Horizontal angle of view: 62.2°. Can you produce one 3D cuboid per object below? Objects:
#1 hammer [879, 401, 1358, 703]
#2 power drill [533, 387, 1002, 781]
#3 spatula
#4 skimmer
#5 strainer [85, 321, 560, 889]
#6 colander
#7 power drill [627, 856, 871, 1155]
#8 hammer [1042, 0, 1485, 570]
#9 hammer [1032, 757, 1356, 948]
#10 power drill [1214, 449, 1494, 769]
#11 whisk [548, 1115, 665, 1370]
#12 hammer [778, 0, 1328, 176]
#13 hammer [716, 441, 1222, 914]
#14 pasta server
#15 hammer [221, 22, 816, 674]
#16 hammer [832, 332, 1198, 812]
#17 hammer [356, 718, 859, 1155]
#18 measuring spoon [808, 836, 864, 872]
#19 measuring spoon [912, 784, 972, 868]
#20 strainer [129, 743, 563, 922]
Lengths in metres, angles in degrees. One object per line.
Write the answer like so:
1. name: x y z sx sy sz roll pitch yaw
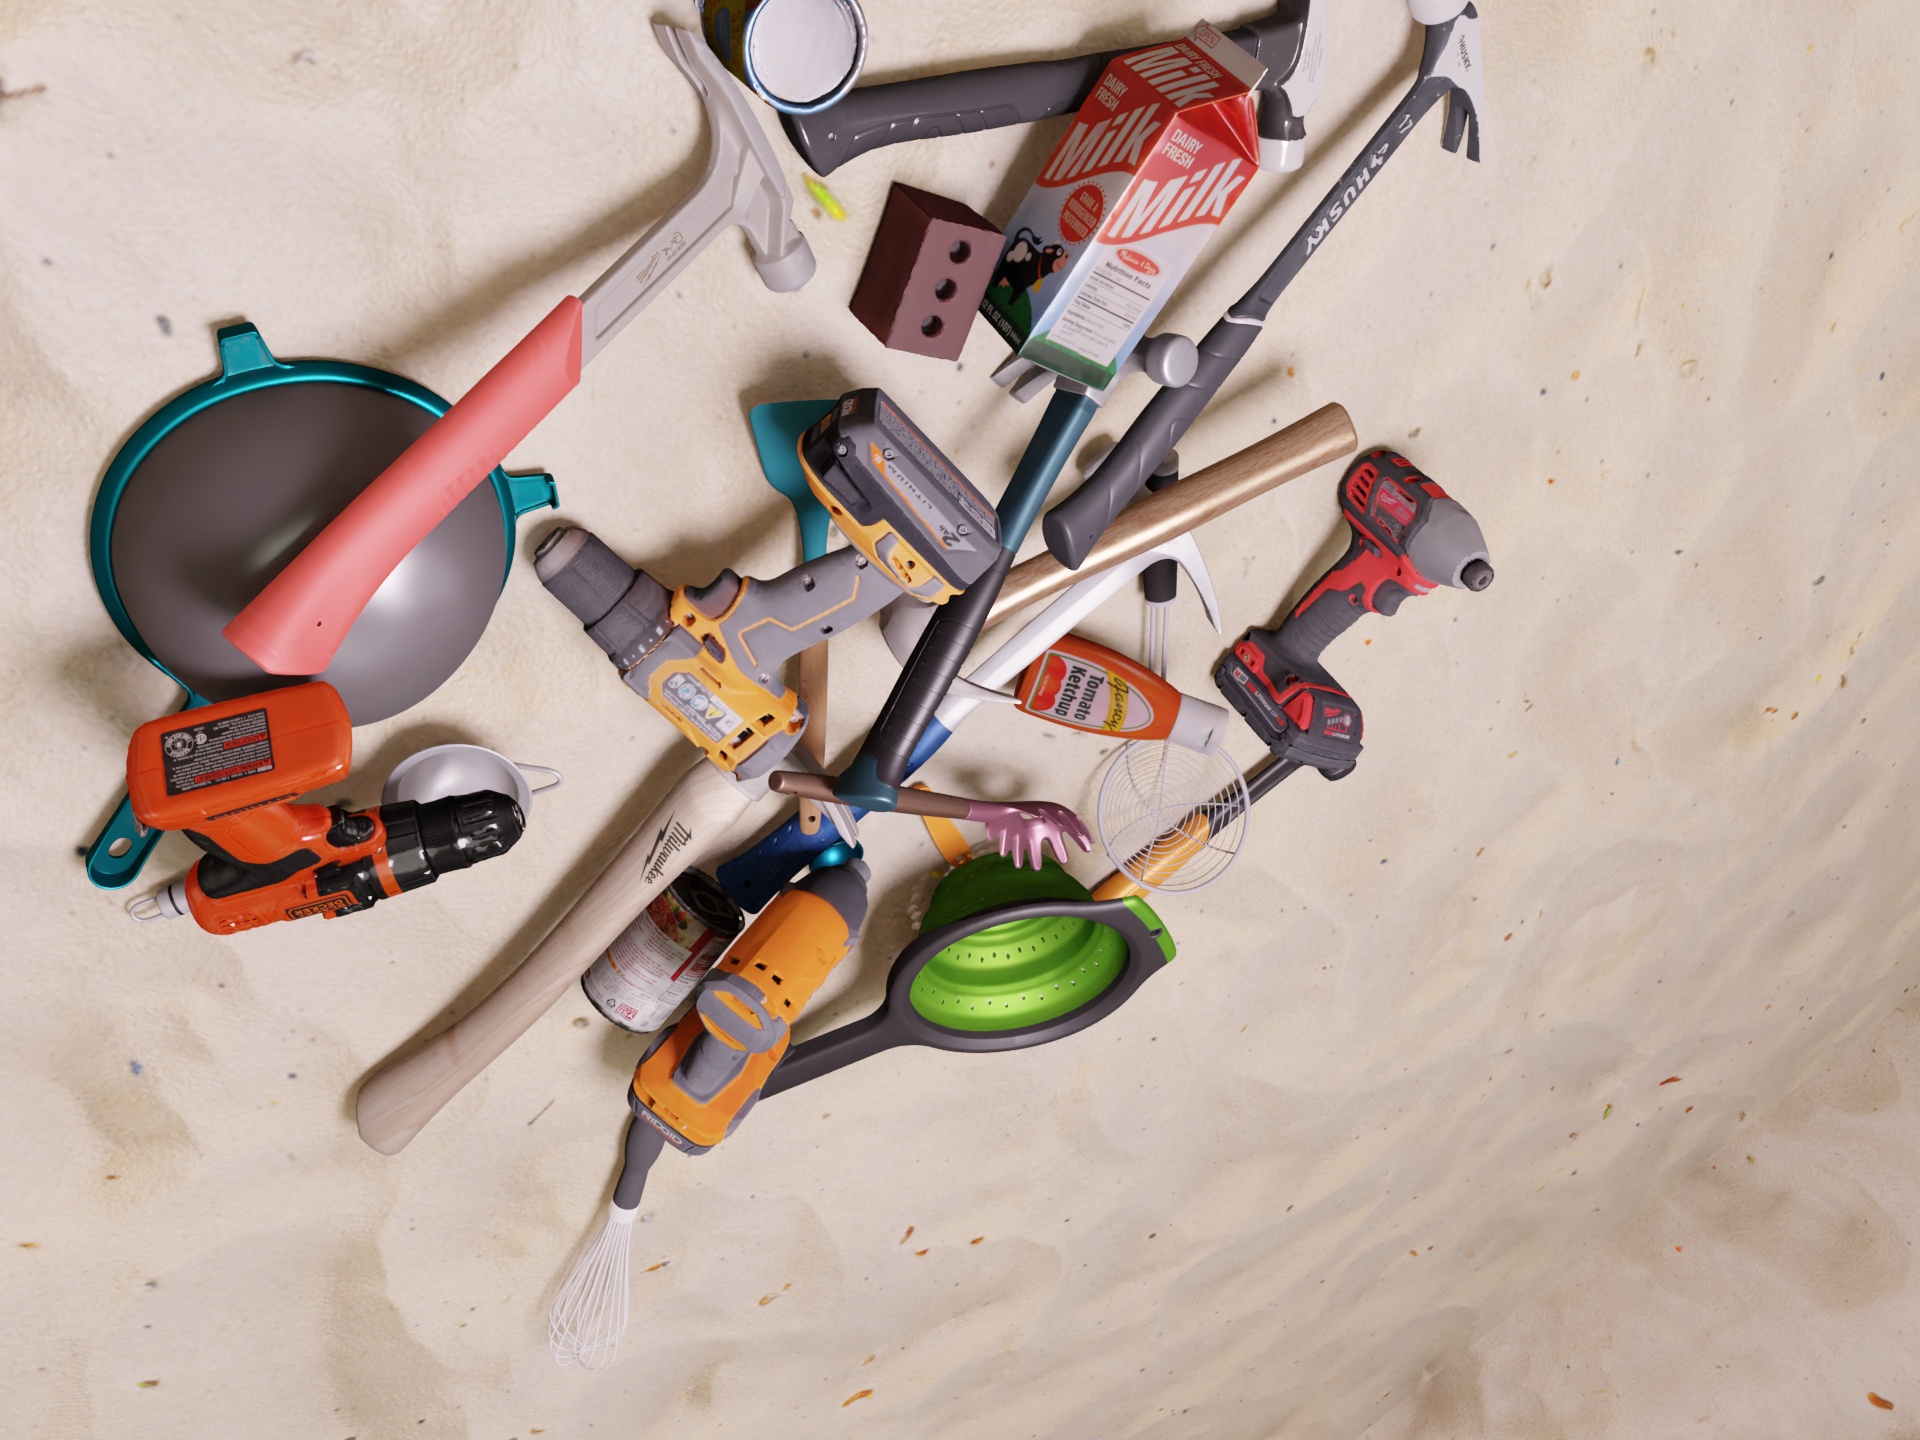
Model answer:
1. hammer: 0.104 -0.116 1.025 0.331 0.031 0.130 -26 101 -2
2. power drill: -0.113 -0.089 0.905 0.226 0.084 0.185 -39 113 19
3. spatula: -0.092 -0.056 0.998 0.082 0.044 0.317 -4 121 -13
4. skimmer: 0.159 -0.026 1.168 0.127 0.090 0.362 -16 132 -13
5. strainer: -0.363 -0.021 0.830 0.210 0.095 0.340 26 107 -44
6. colander: -0.035 0.199 1.247 0.397 0.095 0.204 -24 140 11
7. power drill: -0.138 0.192 1.103 0.164 0.084 0.226 -49 176 -45
8. hammer: 0.187 -0.259 0.976 0.409 0.036 0.149 -51 146 1
9. hammer: 0.182 0.104 1.333 0.337 0.034 0.127 -39 137 2
10. power drill: 0.297 -0.077 1.180 0.078 0.143 0.219 11 121 -36
11. whisk: -0.280 0.416 1.284 0.070 0.070 0.284 3 118 -35
12. hammer: 0.059 -0.353 0.871 0.334 0.035 0.146 -17 134 -20
13. hammer: -0.002 -0.003 1.091 0.405 0.035 0.144 -40 101 9
14. pasta server: -0.013 0.063 1.061 0.060 0.040 0.316 -30 155 30
15. hammer: -0.216 -0.166 0.766 0.359 0.037 0.148 -50 140 -16
16. hammer: 0.016 -0.092 0.950 0.033 0.128 0.331 28 90 -43
17. hammer: -0.249 0.155 1.051 0.146 0.038 0.410 44 103 -6
18. measuring spoon: -0.107 0.126 1.182 0.042 0.021 0.128 -5 137 -31
19. measuring spoon: -0.015 0.081 1.206 0.021 0.011 0.116 -35 140 -4
20. strainer: -0.364 0.066 0.943 0.258 0.050 0.086 -21 132 -9
